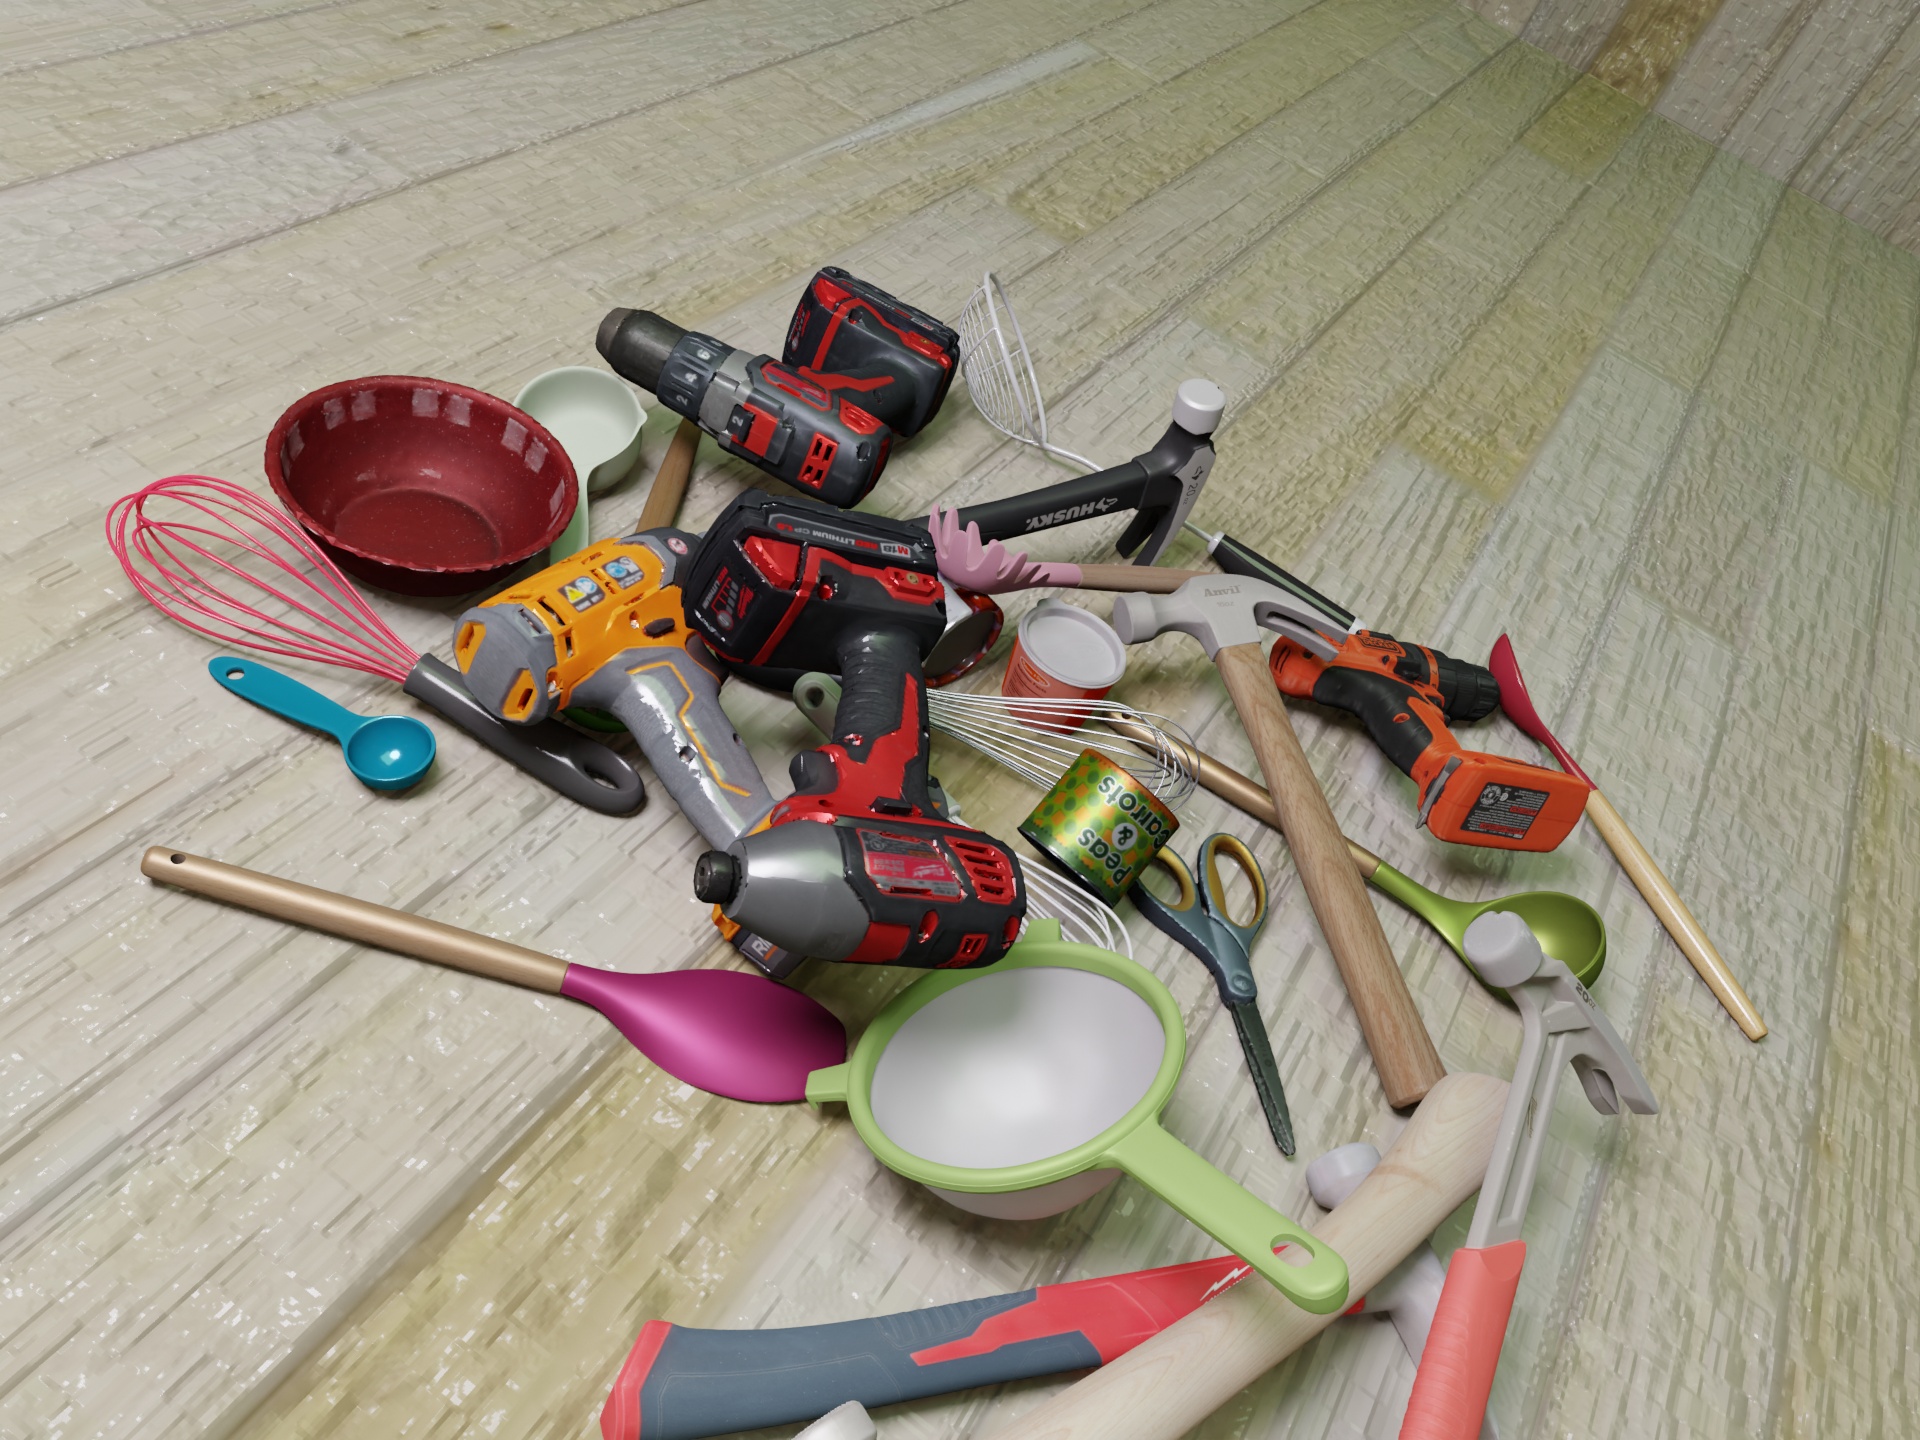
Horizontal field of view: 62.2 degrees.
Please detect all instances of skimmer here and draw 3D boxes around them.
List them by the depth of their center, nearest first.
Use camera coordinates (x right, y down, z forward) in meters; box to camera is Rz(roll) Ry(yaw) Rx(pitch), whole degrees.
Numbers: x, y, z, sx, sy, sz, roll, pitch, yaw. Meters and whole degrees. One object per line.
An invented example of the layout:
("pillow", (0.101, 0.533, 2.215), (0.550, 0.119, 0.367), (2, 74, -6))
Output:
("skimmer", (0.145, -0.183, 1.124), (0.363, 0.090, 0.127), (34, 11, 6))

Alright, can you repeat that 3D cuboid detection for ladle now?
("ladle", (0.225, 0.068, 0.936), (0.320, 0.062, 0.078), (31, 54, 10))
("ladle", (0.431, 0.070, 1.049), (0.069, 0.031, 0.316), (37, 24, -55))

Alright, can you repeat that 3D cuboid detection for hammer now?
("hammer", (0.127, 0.257, 0.656), (0.410, 0.038, 0.146), (-20, 62, -38))
("hammer", (0.048, 0.267, 0.661), (0.386, 0.038, 0.143), (0, 49, -26))
("hammer", (0.220, 0.261, 0.673), (0.149, 0.037, 0.359), (50, 51, -23))
("hammer", (0.199, 0.057, 0.901), (0.130, 0.031, 0.332), (-10, 63, -16))
("hammer", (0.011, -0.117, 0.991), (0.334, 0.146, 0.035), (-18, 56, -24))

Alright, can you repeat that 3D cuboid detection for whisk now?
("whisk", (-0.288, -0.034, 0.792), (0.296, 0.073, 0.073), (31, 42, -4))
("whisk", (-0.004, 0.059, 0.831), (0.246, 0.058, 0.059), (44, 10, 18))
("whisk", (-0.002, -0.002, 0.901), (0.284, 0.070, 0.070), (16, 42, -3))

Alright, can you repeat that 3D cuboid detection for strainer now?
("strainer", (0.062, 0.186, 0.671), (0.151, 0.069, 0.257), (-31, 35, -27))

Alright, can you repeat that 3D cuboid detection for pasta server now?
("pasta server", (0.089, -0.096, 0.991), (0.060, 0.040, 0.316), (36, 24, 34))

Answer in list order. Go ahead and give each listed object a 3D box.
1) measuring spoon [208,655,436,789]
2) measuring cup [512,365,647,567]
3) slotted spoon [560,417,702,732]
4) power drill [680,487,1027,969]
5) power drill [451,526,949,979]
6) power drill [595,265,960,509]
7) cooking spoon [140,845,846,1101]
("measuring spoon", (-0.313, 0.002, 0.775), (0.128, 0.021, 0.042), (24, 47, 12))
("measuring cup", (-0.227, -0.132, 0.939), (0.083, 0.038, 0.168), (0, 64, -7))
("slotted spoon", (-0.182, -0.096, 0.925), (0.070, 0.031, 0.314), (22, 39, -15))
("power drill", (-0.059, 0.007, 0.712), (0.143, 0.078, 0.220), (8, 51, -30))
("power drill", (-0.117, -0.001, 0.792), (0.226, 0.084, 0.164), (45, 43, 4))
("power drill", (-0.109, -0.225, 1.018), (0.188, 0.080, 0.227), (29, 30, 3))
("cooking spoon", (-0.203, 0.108, 0.714), (0.318, 0.017, 0.069), (18, 42, -10))
